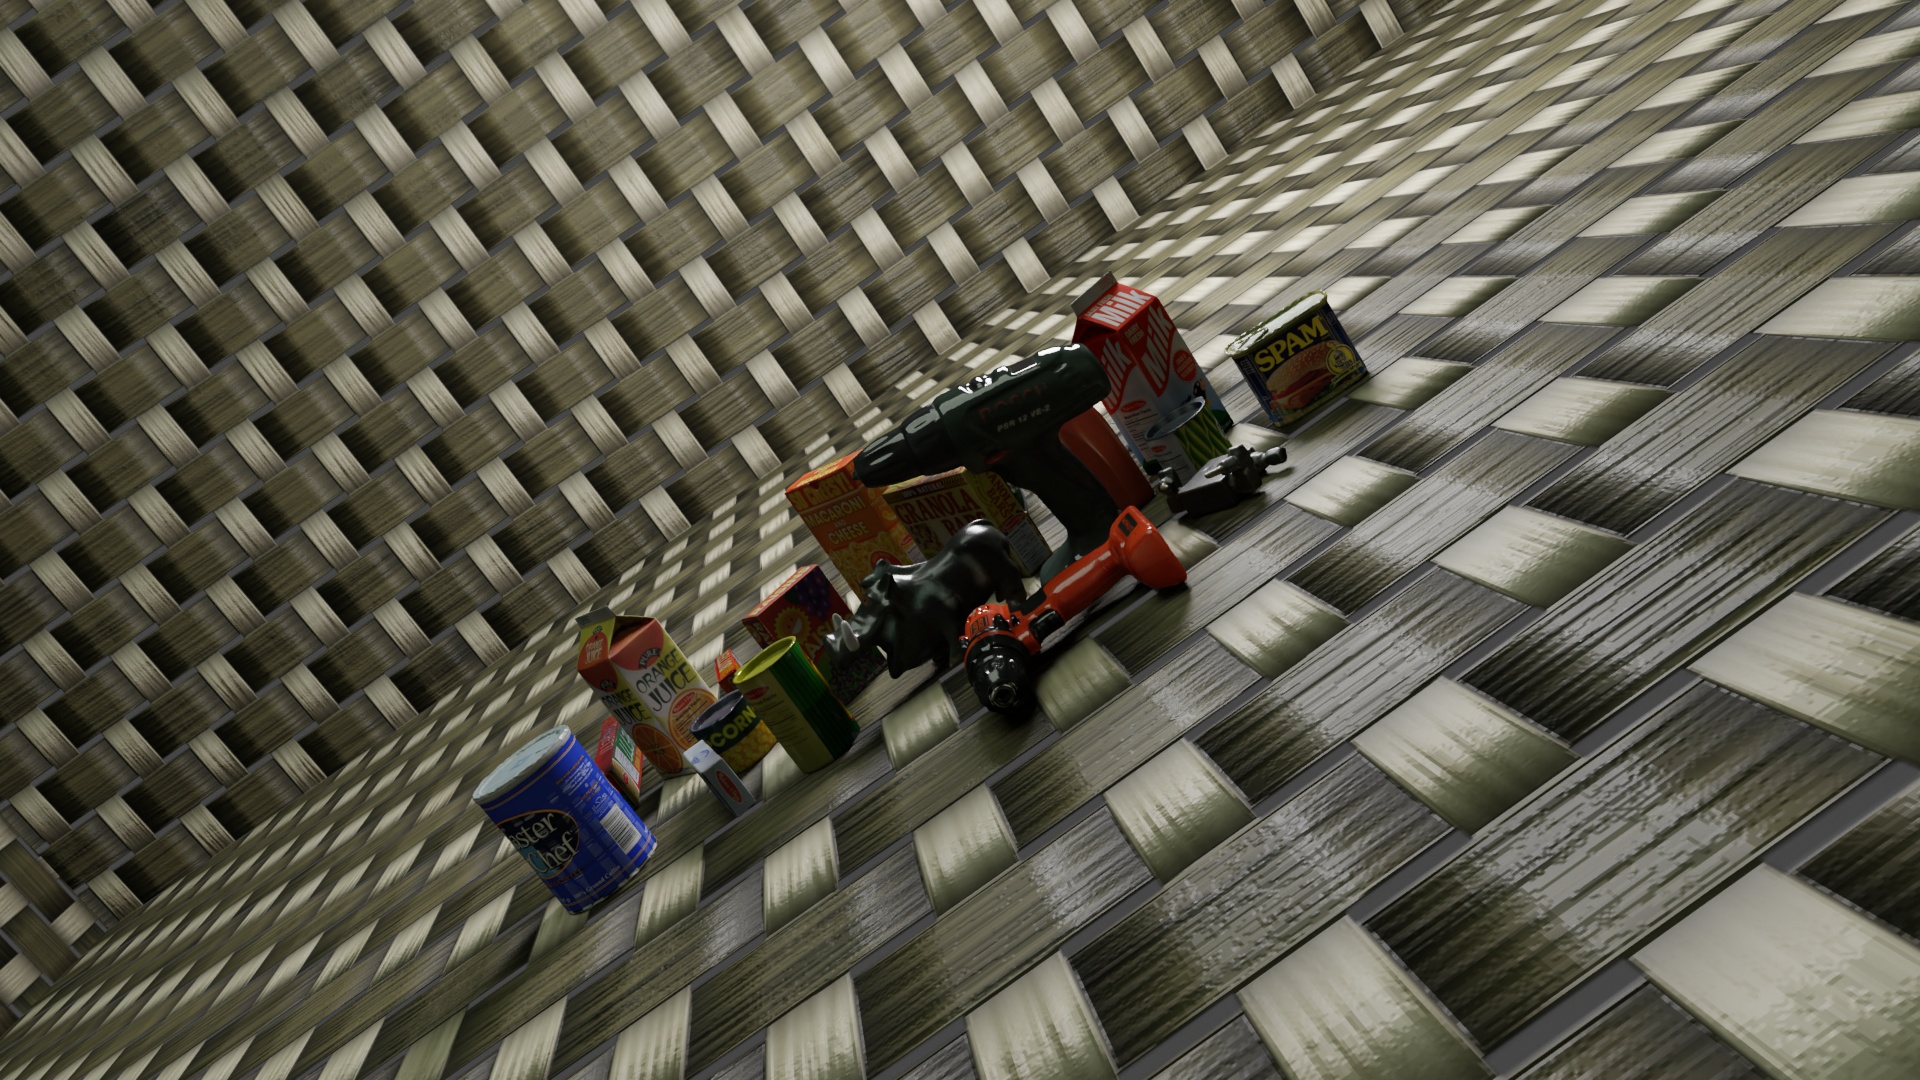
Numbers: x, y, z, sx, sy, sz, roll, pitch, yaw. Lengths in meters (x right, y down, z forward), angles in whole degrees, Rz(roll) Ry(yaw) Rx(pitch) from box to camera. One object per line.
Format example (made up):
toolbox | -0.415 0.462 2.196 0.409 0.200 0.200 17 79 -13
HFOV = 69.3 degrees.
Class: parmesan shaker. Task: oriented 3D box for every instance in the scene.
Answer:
parmesan shaker | -0.145 0.145 1.222 0.071 0.103 0.071 -33 13 9

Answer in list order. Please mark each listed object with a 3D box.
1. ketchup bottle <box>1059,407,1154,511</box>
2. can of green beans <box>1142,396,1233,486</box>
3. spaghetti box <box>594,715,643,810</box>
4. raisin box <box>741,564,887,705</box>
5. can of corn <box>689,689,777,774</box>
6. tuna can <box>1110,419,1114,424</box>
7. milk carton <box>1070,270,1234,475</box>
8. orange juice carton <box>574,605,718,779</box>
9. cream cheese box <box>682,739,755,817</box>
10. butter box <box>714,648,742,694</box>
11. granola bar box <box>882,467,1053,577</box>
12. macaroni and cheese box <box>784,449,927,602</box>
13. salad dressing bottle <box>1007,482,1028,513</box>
ketchup bottle | 0.121 -0.092 1.312 0.044 0.148 0.064 -41 14 -24
can of green beans | 0.211 -0.088 1.280 0.071 0.057 0.071 -32 13 9
spaghetti box | -0.379 0.245 1.546 0.029 0.050 0.250 -36 13 -4
raisin box | -0.138 0.097 1.329 0.086 0.123 0.040 -43 15 -31
can of corn | -0.219 0.187 1.348 0.071 0.058 0.071 -32 13 9
tuna can | 0.202 -0.135 1.518 0.071 0.032 0.071 -32 14 9
milk carton | 0.175 -0.165 1.344 0.073 0.190 0.073 -44 16 -34
orange juice carton | -0.326 0.149 1.443 0.071 0.192 0.073 -20 19 47
cream cheese box | -0.220 0.216 1.264 0.024 0.053 0.104 -38 14 -15
butter box | -0.246 0.156 1.530 0.024 0.053 0.103 -36 13 -5
granola bar box | 0.005 -0.017 1.382 0.039 0.124 0.165 -42 15 -27
macaroni and cheese box | -0.104 -0.008 1.518 0.123 0.166 0.040 -19 21 50
salad dressing bottle | 0.016 -0.074 1.500 0.064 0.147 0.044 -40 14 -21
